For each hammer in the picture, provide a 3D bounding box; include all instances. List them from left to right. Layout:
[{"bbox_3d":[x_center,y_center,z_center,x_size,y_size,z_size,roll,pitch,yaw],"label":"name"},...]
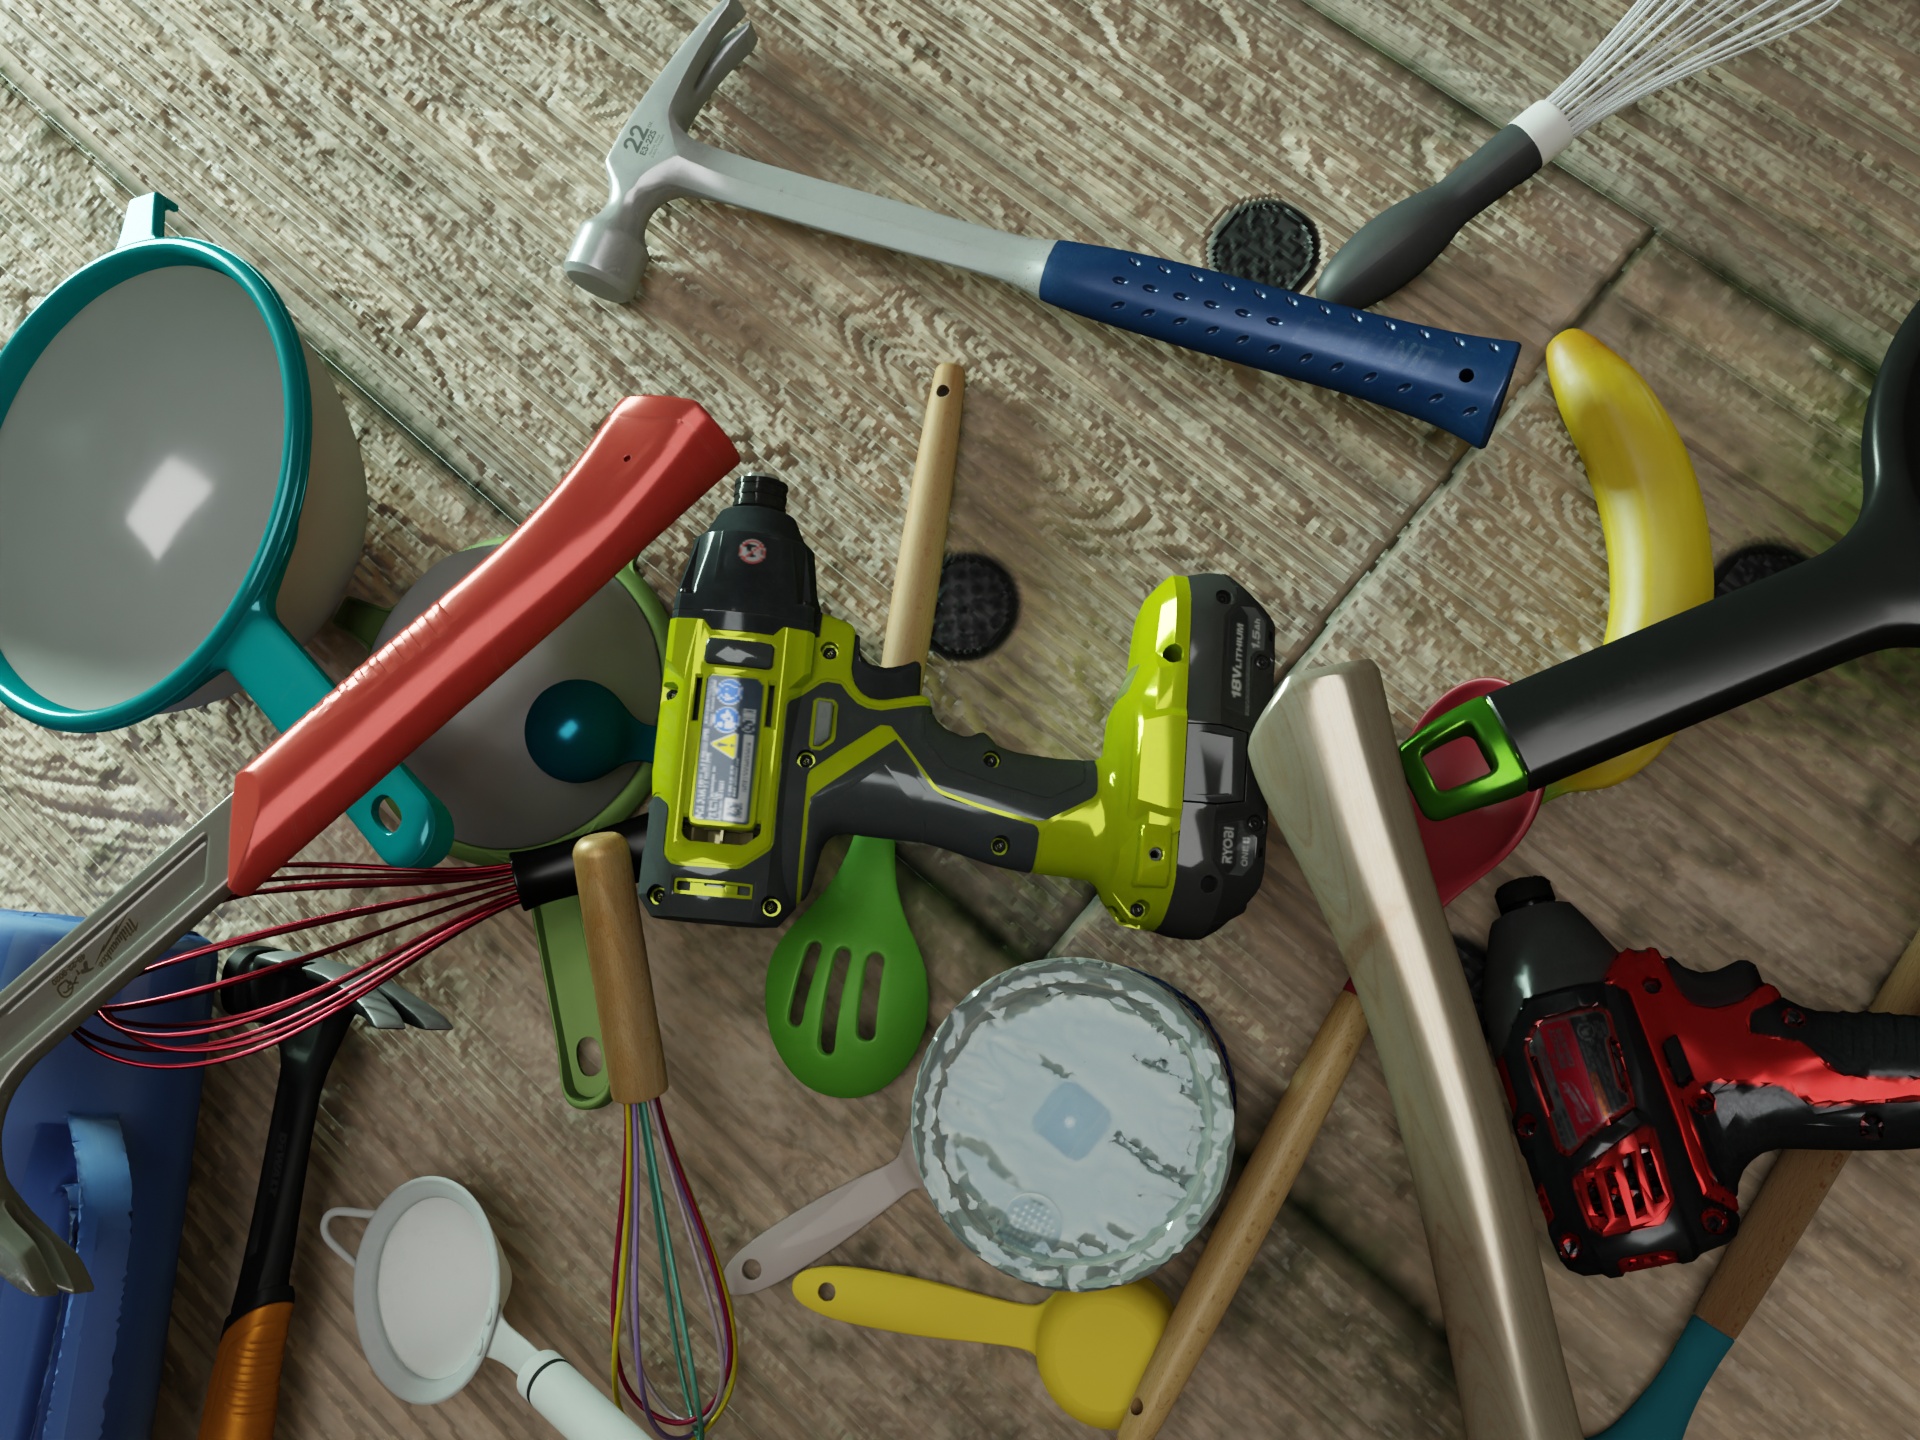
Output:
[{"bbox_3d":[-0.283,0.266,0.641,0.127,0.034,0.337,5,84,38],"label":"hammer"},{"bbox_3d":[-0.214,0.021,0.549,0.359,0.036,0.149,-42,75,-6],"label":"hammer"},{"bbox_3d":[0.030,-0.199,0.671,0.405,0.035,0.144,20,84,16],"label":"hammer"},{"bbox_3d":[0.181,0.178,0.520,0.146,0.038,0.411,-16,82,24],"label":"hammer"}]

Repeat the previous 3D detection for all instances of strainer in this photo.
[{"bbox_3d":[-0.288,-0.053,0.667,0.341,0.095,0.211,43,99,24],"label":"strainer"},{"bbox_3d":[-0.186,0.035,0.662,0.151,0.069,0.256,-16,76,7],"label":"strainer"},{"bbox_3d":[-0.160,0.245,0.598,0.259,0.050,0.087,18,90,41],"label":"strainer"}]

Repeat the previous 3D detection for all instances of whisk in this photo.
[{"bbox_3d":[-0.190,0.068,0.612,0.296,0.073,0.073,-15,77,-13],"label":"whisk"},{"bbox_3d":[-0.121,0.164,0.603,0.047,0.051,0.245,-8,98,-6],"label":"whisk"},{"bbox_3d":[0.262,-0.258,0.643,0.284,0.070,0.070,-38,76,6],"label":"whisk"}]

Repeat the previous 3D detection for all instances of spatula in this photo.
[{"bbox_3d":[0.284,0.195,0.565,0.082,0.044,0.317,30,85,24],"label":"spatula"}]

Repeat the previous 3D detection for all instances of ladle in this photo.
[{"bbox_3d":[0.138,0.127,0.594,0.031,0.069,0.315,34,82,-31],"label":"ladle"}]

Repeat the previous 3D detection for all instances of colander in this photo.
[{"bbox_3d":[0.347,-0.044,0.563,0.397,0.094,0.205,-24,64,7],"label":"colander"}]

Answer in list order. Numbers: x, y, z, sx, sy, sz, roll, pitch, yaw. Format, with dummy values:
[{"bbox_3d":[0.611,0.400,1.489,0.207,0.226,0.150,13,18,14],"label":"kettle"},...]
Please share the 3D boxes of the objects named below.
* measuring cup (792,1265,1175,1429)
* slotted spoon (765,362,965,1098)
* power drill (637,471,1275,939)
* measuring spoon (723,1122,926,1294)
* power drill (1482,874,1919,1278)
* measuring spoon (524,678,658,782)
[{"bbox_3d":[0.008,0.233,0.613,0.156,0.029,0.062,7,82,9],"label":"measuring cup"},{"bbox_3d":[-0.029,-0.001,0.664,0.070,0.031,0.314,7,80,14],"label":"slotted spoon"},{"bbox_3d":[-0.001,-0.002,0.603,0.223,0.080,0.171,6,80,-5],"label":"power drill"},{"bbox_3d":[-0.045,0.196,0.636,0.124,0.018,0.034,-33,77,4],"label":"measuring spoon"},{"bbox_3d":[0.296,0.099,0.550,0.219,0.078,0.143,-20,60,17],"label":"power drill"},{"bbox_3d":[-0.111,0.012,0.646,0.128,0.021,0.042,11,87,-19],"label":"measuring spoon"}]
